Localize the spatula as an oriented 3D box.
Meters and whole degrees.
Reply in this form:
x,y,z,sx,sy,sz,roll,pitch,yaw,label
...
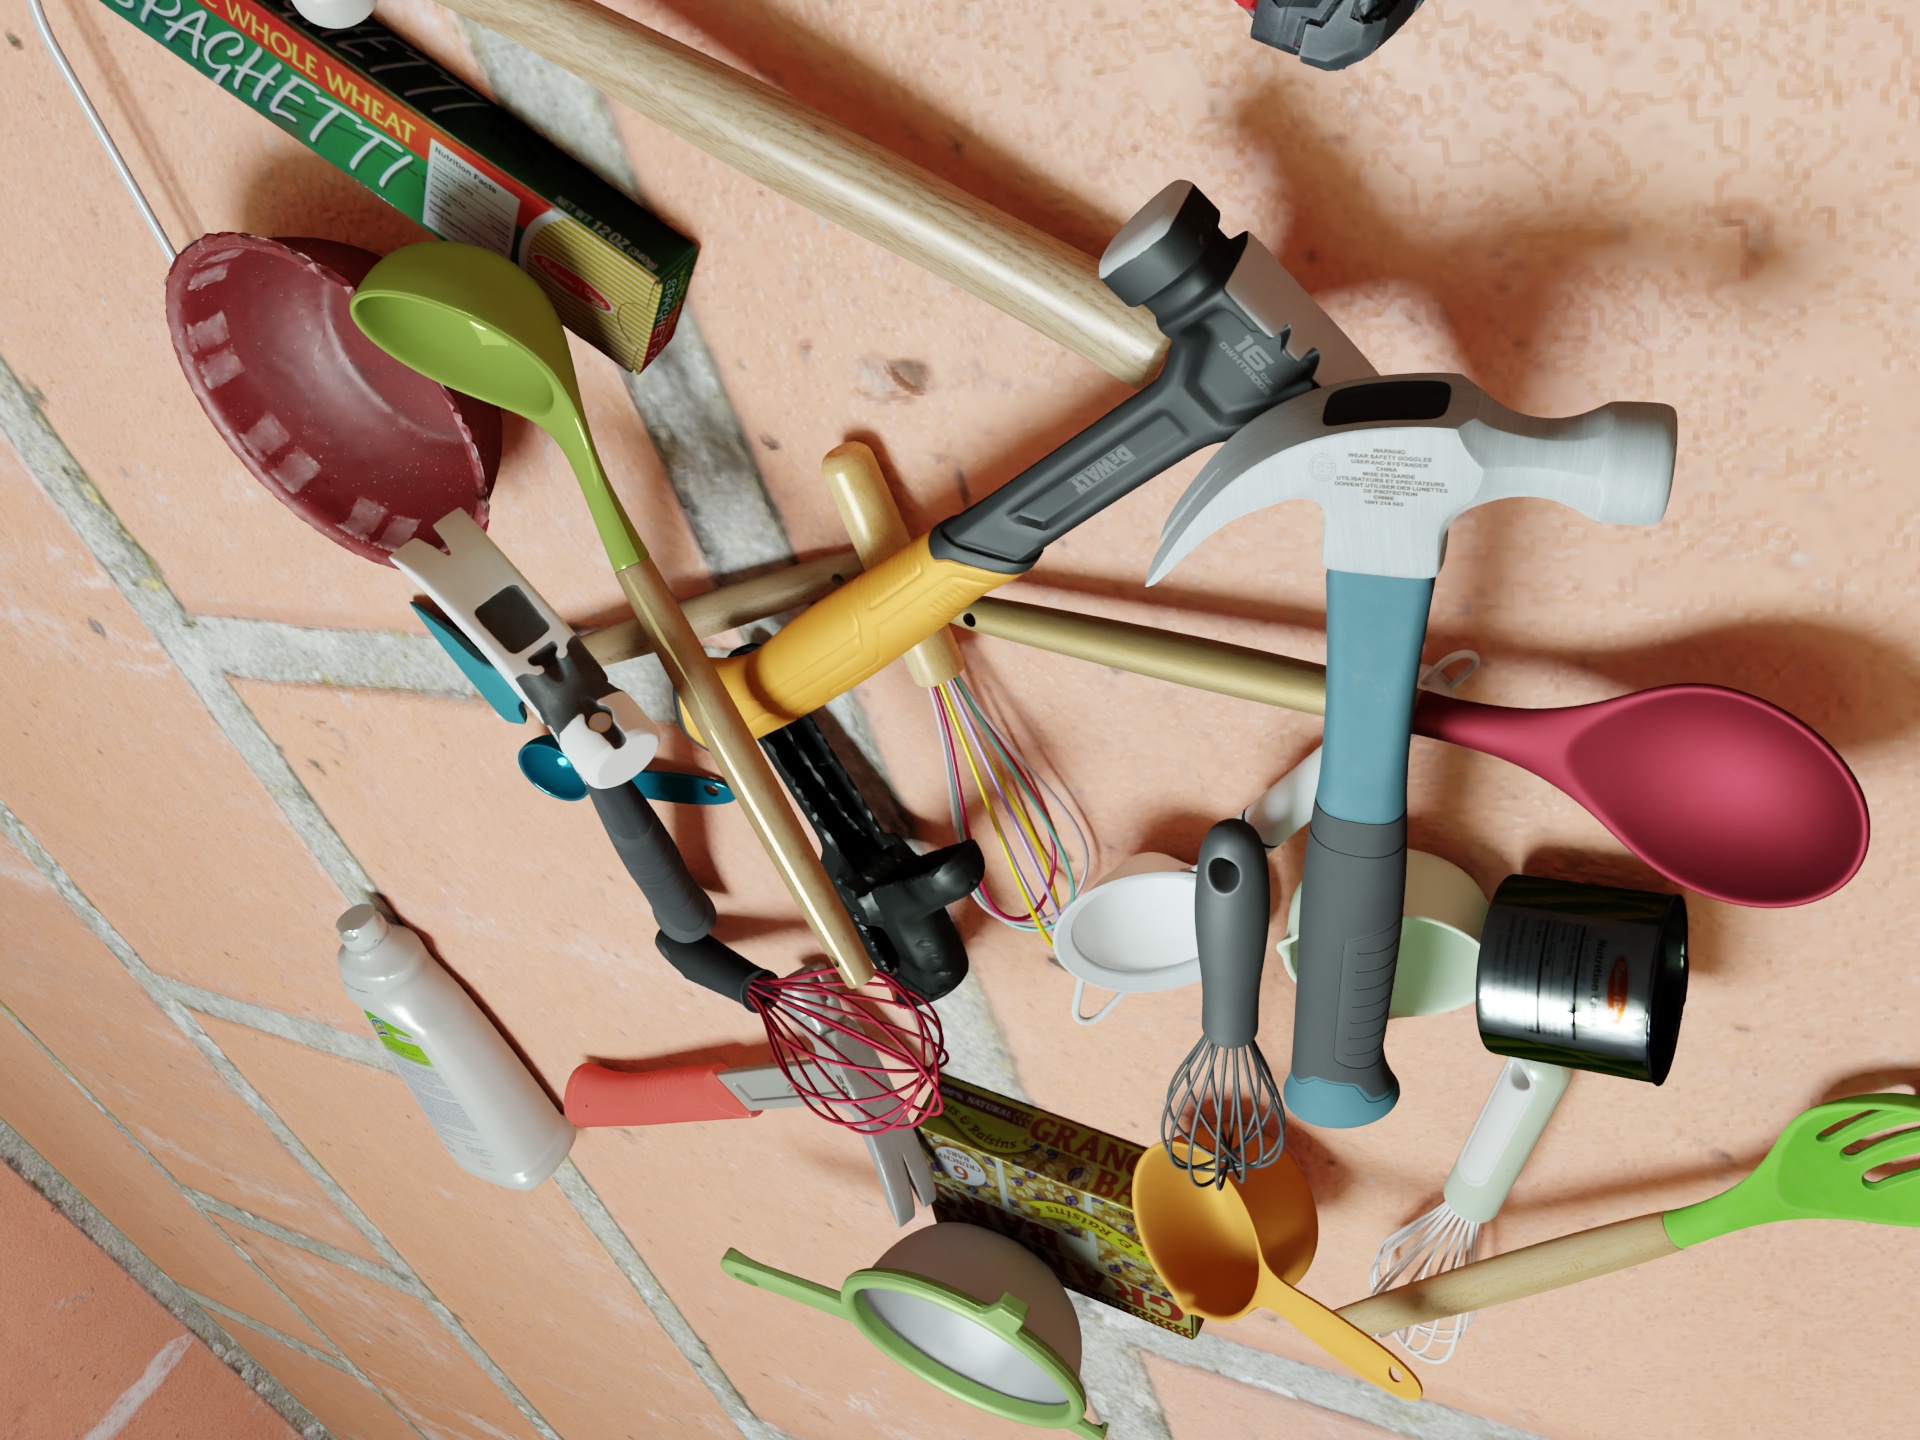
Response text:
x,y,z,sx,sy,sz,roll,pitch,yaw,label
-0.155,-0.044,0.734,0.317,0.044,0.082,-12,122,38,spatula

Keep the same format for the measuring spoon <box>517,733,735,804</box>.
x,y,z,sx,sy,sz,roll,pitch,yaw,label
-0.170,0.026,0.827,0.128,0.021,0.042,6,135,20,measuring spoon

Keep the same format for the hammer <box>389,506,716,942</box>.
x,y,z,sx,sy,sz,roll,pitch,yaw,label
-0.163,0.030,0.735,0.146,0.035,0.334,45,164,20,hammer

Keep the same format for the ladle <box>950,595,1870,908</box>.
x,y,z,sx,sy,sz,roll,pitch,yaw,label
0.127,-0.007,0.529,0.315,0.031,0.069,15,122,29,ladle

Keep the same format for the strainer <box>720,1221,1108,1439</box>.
x,y,z,sx,sy,sz,roll,pitch,yaw,label
-0.031,0.328,0.930,0.256,0.069,0.151,4,136,35,strainer

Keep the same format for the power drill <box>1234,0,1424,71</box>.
x,y,z,sx,sy,sz,roll,pitch,yaw,label
0.013,-0.233,0.366,0.227,0.080,0.187,29,149,14,power drill

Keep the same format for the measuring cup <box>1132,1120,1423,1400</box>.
x,y,z,sx,sy,sz,roll,pitch,yaw,label
0.157,0.252,0.742,0.174,0.052,0.095,26,120,47,measuring cup

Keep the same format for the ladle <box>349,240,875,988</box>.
x,y,z,sx,sy,sz,roll,pitch,yaw,label
-0.120,-0.029,0.594,0.078,0.062,0.320,-6,115,60,ladle

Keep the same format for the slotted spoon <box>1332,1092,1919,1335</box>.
x,y,z,sx,sy,sz,roll,pitch,yaw,label
0.266,0.212,0.647,0.070,0.031,0.313,44,131,-10,slotted spoon

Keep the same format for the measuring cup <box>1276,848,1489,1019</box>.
x,y,z,sx,sy,sz,roll,pitch,yaw,label
0.160,0.104,0.639,0.083,0.038,0.167,10,146,4,measuring cup

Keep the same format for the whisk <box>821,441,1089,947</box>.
x,y,z,sx,sy,sz,roll,pitch,yaw,label
-0.001,-0.003,0.650,0.051,0.047,0.244,0,126,38,whisk

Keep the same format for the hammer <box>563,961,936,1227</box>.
x,y,z,sx,sy,sz,roll,pitch,yaw,label
-0.154,0.242,0.996,0.359,0.036,0.149,-21,95,50,hammer

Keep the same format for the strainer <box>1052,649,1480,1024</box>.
x,y,z,sx,sy,sz,roll,pitch,yaw,label
0.111,0.045,0.615,0.086,0.050,0.258,16,141,-22,strainer

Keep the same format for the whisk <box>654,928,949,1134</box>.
x,y,z,sx,sy,sz,roll,pitch,yaw,label
-0.093,0.143,0.807,0.296,0.073,0.073,10,140,57,whisk

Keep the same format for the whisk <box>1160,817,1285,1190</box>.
x,y,z,sx,sy,sz,roll,pitch,yaw,label
0.107,0.121,0.645,0.055,0.055,0.238,16,139,23,whisk

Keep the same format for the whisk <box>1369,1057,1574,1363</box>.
x,y,z,sx,sy,sz,roll,pitch,yaw,label
0.224,0.217,0.708,0.246,0.059,0.058,94,159,-43,whisk

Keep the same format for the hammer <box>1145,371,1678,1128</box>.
x,y,z,sx,sy,sz,roll,pitch,yaw,label
0.128,0.035,0.507,0.128,0.033,0.330,9,138,17,hammer

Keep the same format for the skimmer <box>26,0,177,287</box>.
x,y,z,sx,sy,sz,roll,pitch,yaw,label
-0.379,-0.224,0.653,0.127,0.090,0.362,46,160,44,skimmer

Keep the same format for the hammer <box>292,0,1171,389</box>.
x,y,z,sx,sy,sz,roll,pitch,yaw,label
-0.081,-0.192,0.487,0.331,0.031,0.130,28,171,1,hammer

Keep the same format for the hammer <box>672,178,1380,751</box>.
x,y,z,sx,sy,sz,roll,pitch,yaw,label
0.000,-0.047,0.551,0.127,0.034,0.337,41,141,-19,hammer
